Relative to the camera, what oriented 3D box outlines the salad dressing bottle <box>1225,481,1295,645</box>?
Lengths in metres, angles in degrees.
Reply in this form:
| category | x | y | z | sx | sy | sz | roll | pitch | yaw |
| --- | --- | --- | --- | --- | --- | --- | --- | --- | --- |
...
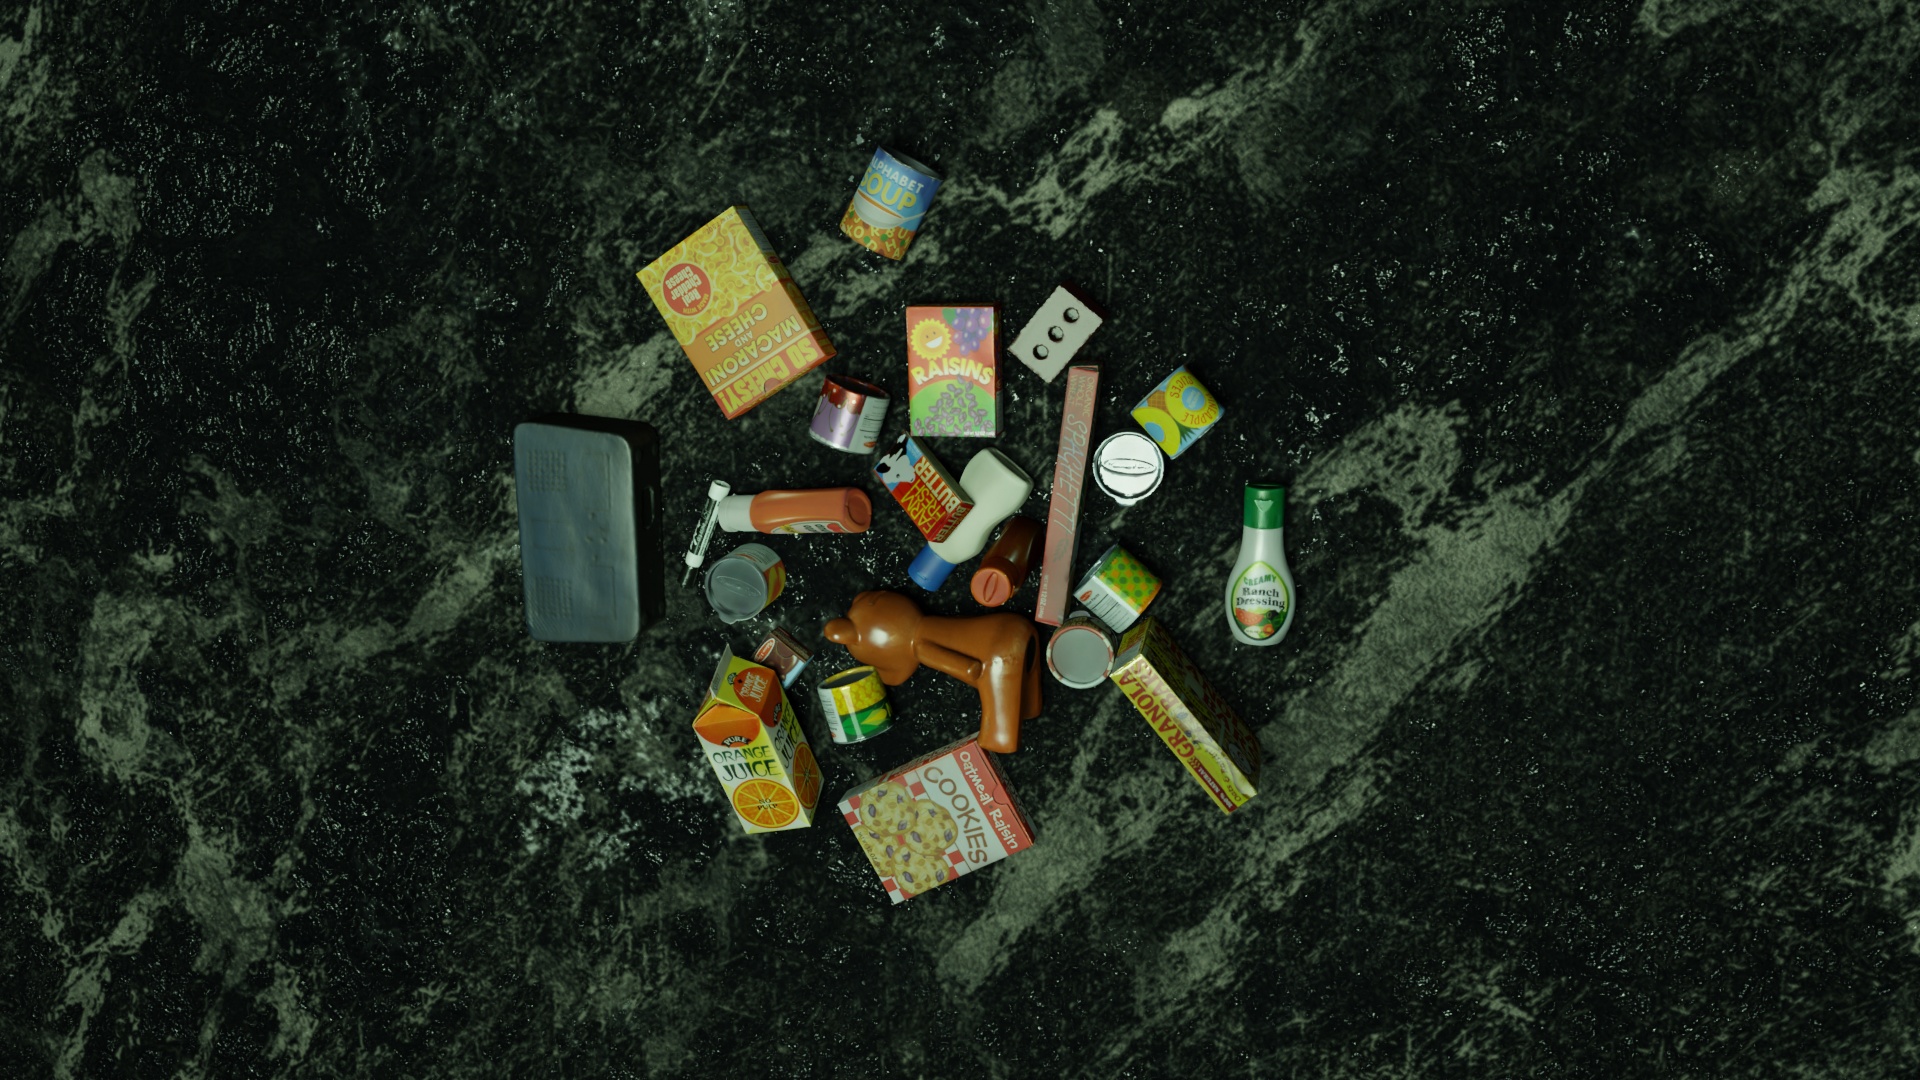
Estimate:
| category | x | y | z | sx | sy | sz | roll | pitch | yaw |
| --- | --- | --- | --- | --- | --- | --- | --- | --- | --- |
| salad dressing bottle | 0.278 | 0.021 | 1.281 | 0.064 | 0.044 | 0.147 | 2 | 103 | 14 |

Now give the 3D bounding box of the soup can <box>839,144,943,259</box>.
| category | x | y | z | sx | sy | sz | roll | pitch | yaw |
| --- | --- | --- | --- | --- | --- | --- | --- | --- | --- |
| soup can | -0.064 | -0.309 | 1.268 | 0.071 | 0.071 | 0.083 | 31 | 108 | 4 |

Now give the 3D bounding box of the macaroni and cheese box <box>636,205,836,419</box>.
| category | x | y | z | sx | sy | sz | roll | pitch | yaw |
| --- | --- | --- | --- | --- | --- | --- | --- | --- | --- |
| macaroni and cheese box | -0.216 | -0.219 | 1.341 | 0.123 | 0.040 | 0.166 | -30 | 95 | 19 |

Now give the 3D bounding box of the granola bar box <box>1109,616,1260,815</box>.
| category | x | y | z | sx | sy | sz | roll | pitch | yaw |
| --- | --- | --- | --- | --- | --- | --- | --- | --- | --- |
| granola bar box | 0.212 | 0.157 | 1.286 | 0.039 | 0.124 | 0.165 | -39 | 92 | 18 |

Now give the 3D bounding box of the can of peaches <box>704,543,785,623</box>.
| category | x | y | z | sx | sy | sz | roll | pitch | yaw |
| --- | --- | --- | --- | --- | --- | --- | --- | --- | --- |
| can of peaches | -0.216 | 0.043 | 1.393 | 0.071 | 0.058 | 0.071 | 3 | 104 | 12 |

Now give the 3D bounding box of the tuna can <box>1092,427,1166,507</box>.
| category | x | y | z | sx | sy | sz | roll | pitch | yaw |
| --- | --- | --- | --- | --- | --- | --- | --- | --- | --- |
| tuna can | 0.158 | -0.069 | 1.293 | 0.071 | 0.033 | 0.071 | 3 | 104 | 12 |

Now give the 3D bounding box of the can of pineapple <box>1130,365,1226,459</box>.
| category | x | y | z | sx | sy | sz | roll | pitch | yaw |
| --- | --- | --- | --- | --- | --- | --- | --- | --- | --- |
| can of pineapple | 0.197 | -0.117 | 1.254 | 0.071 | 0.071 | 0.058 | -42 | 91 | 19 |

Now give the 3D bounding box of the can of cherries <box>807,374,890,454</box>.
| category | x | y | z | sx | sy | sz | roll | pitch | yaw |
| --- | --- | --- | --- | --- | --- | --- | --- | --- | --- |
| can of cherries | -0.108 | -0.122 | 1.325 | 0.071 | 0.072 | 0.058 | 21 | 107 | 7 |

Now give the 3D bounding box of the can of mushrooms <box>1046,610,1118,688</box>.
| category | x | y | z | sx | sy | sz | roll | pitch | yaw |
| --- | --- | --- | --- | --- | --- | --- | --- | --- | --- |
| can of mushrooms | 0.117 | 0.106 | 1.344 | 0.071 | 0.033 | 0.071 | 3 | 104 | 13 |

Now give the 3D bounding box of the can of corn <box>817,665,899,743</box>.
| category | x | y | z | sx | sy | sz | roll | pitch | yaw |
| --- | --- | --- | --- | --- | --- | --- | --- | --- | --- |
| can of corn | -0.102 | 0.163 | 1.392 | 0.071 | 0.071 | 0.058 | -14 | 99 | 16 |

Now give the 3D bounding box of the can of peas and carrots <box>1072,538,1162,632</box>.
| category | x | y | z | sx | sy | sz | roll | pitch | yaw |
| --- | --- | --- | --- | --- | --- | --- | --- | --- | --- |
| can of peas and carrots | 0.149 | 0.043 | 1.306 | 0.059 | 0.071 | 0.070 | 41 | 109 | 1 |

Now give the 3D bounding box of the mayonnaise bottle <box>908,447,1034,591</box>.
| category | x | y | z | sx | sy | sz | roll | pitch | yaw |
| --- | --- | --- | --- | --- | --- | --- | --- | --- | --- |
| mayonnaise bottle | 0.005 | -0.017 | 1.338 | 0.065 | 0.041 | 0.147 | 41 | 110 | 9 |

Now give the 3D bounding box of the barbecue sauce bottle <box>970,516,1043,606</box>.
| category | x | y | z | sx | sy | sz | roll | pitch | yaw |
| --- | --- | --- | --- | --- | --- | --- | --- | --- | --- |
| barbecue sauce bottle | 0.043 | 0.024 | 1.281 | 0.044 | 0.149 | 0.064 | 20 | 107 | 7 |

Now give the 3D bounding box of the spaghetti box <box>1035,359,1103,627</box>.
| category | x | y | z | sx | sy | sz | roll | pitch | yaw |
| --- | --- | --- | --- | --- | --- | --- | --- | --- | --- |
| spaghetti box | 0.103 | -0.045 | 1.303 | 0.029 | 0.050 | 0.249 | 9 | 105 | 10 |

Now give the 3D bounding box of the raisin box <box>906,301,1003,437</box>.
| category | x | y | z | sx | sy | sz | roll | pitch | yaw |
| --- | --- | --- | --- | --- | --- | --- | --- | --- | --- |
| raisin box | -0.004 | -0.161 | 1.306 | 0.086 | 0.040 | 0.123 | 2 | 105 | 14 |

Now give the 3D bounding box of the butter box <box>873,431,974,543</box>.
| category | x | y | z | sx | sy | sz | roll | pitch | yaw |
| --- | --- | --- | --- | --- | --- | --- | --- | --- | --- |
| butter box | -0.036 | -0.051 | 1.324 | 0.053 | 0.024 | 0.104 | -49 | 61 | 20 |

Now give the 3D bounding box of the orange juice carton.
| category | x | y | z | sx | sy | sz | roll | pitch | yaw |
| --- | --- | --- | --- | --- | --- | --- | --- | --- | --- |
| orange juice carton | -0.207 | 0.198 | 1.389 | 0.073 | 0.072 | 0.191 | -10 | 121 | 15 |

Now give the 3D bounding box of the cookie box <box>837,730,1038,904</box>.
| category | x | y | z | sx | sy | sz | roll | pitch | yaw |
| --- | --- | --- | --- | --- | --- | --- | --- | --- | --- |
| cookie box | -0.023 | 0.282 | 1.414 | 0.167 | 0.040 | 0.123 | -27 | 96 | 17 |

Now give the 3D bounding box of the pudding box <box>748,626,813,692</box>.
| category | x | y | z | sx | sy | sz | roll | pitch | yaw |
| --- | --- | --- | --- | --- | --- | --- | --- | --- | --- |
| pudding box | -0.195 | 0.135 | 1.425 | 0.049 | 0.030 | 0.083 | 39 | 108 | 3 |

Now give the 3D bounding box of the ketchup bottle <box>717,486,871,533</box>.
| category | x | y | z | sx | sy | sz | roll | pitch | yaw |
| --- | --- | --- | --- | --- | --- | --- | --- | --- | --- |
| ketchup bottle | -0.166 | -0.029 | 1.365 | 0.149 | 0.064 | 0.043 | -1 | 80 | 22 |
